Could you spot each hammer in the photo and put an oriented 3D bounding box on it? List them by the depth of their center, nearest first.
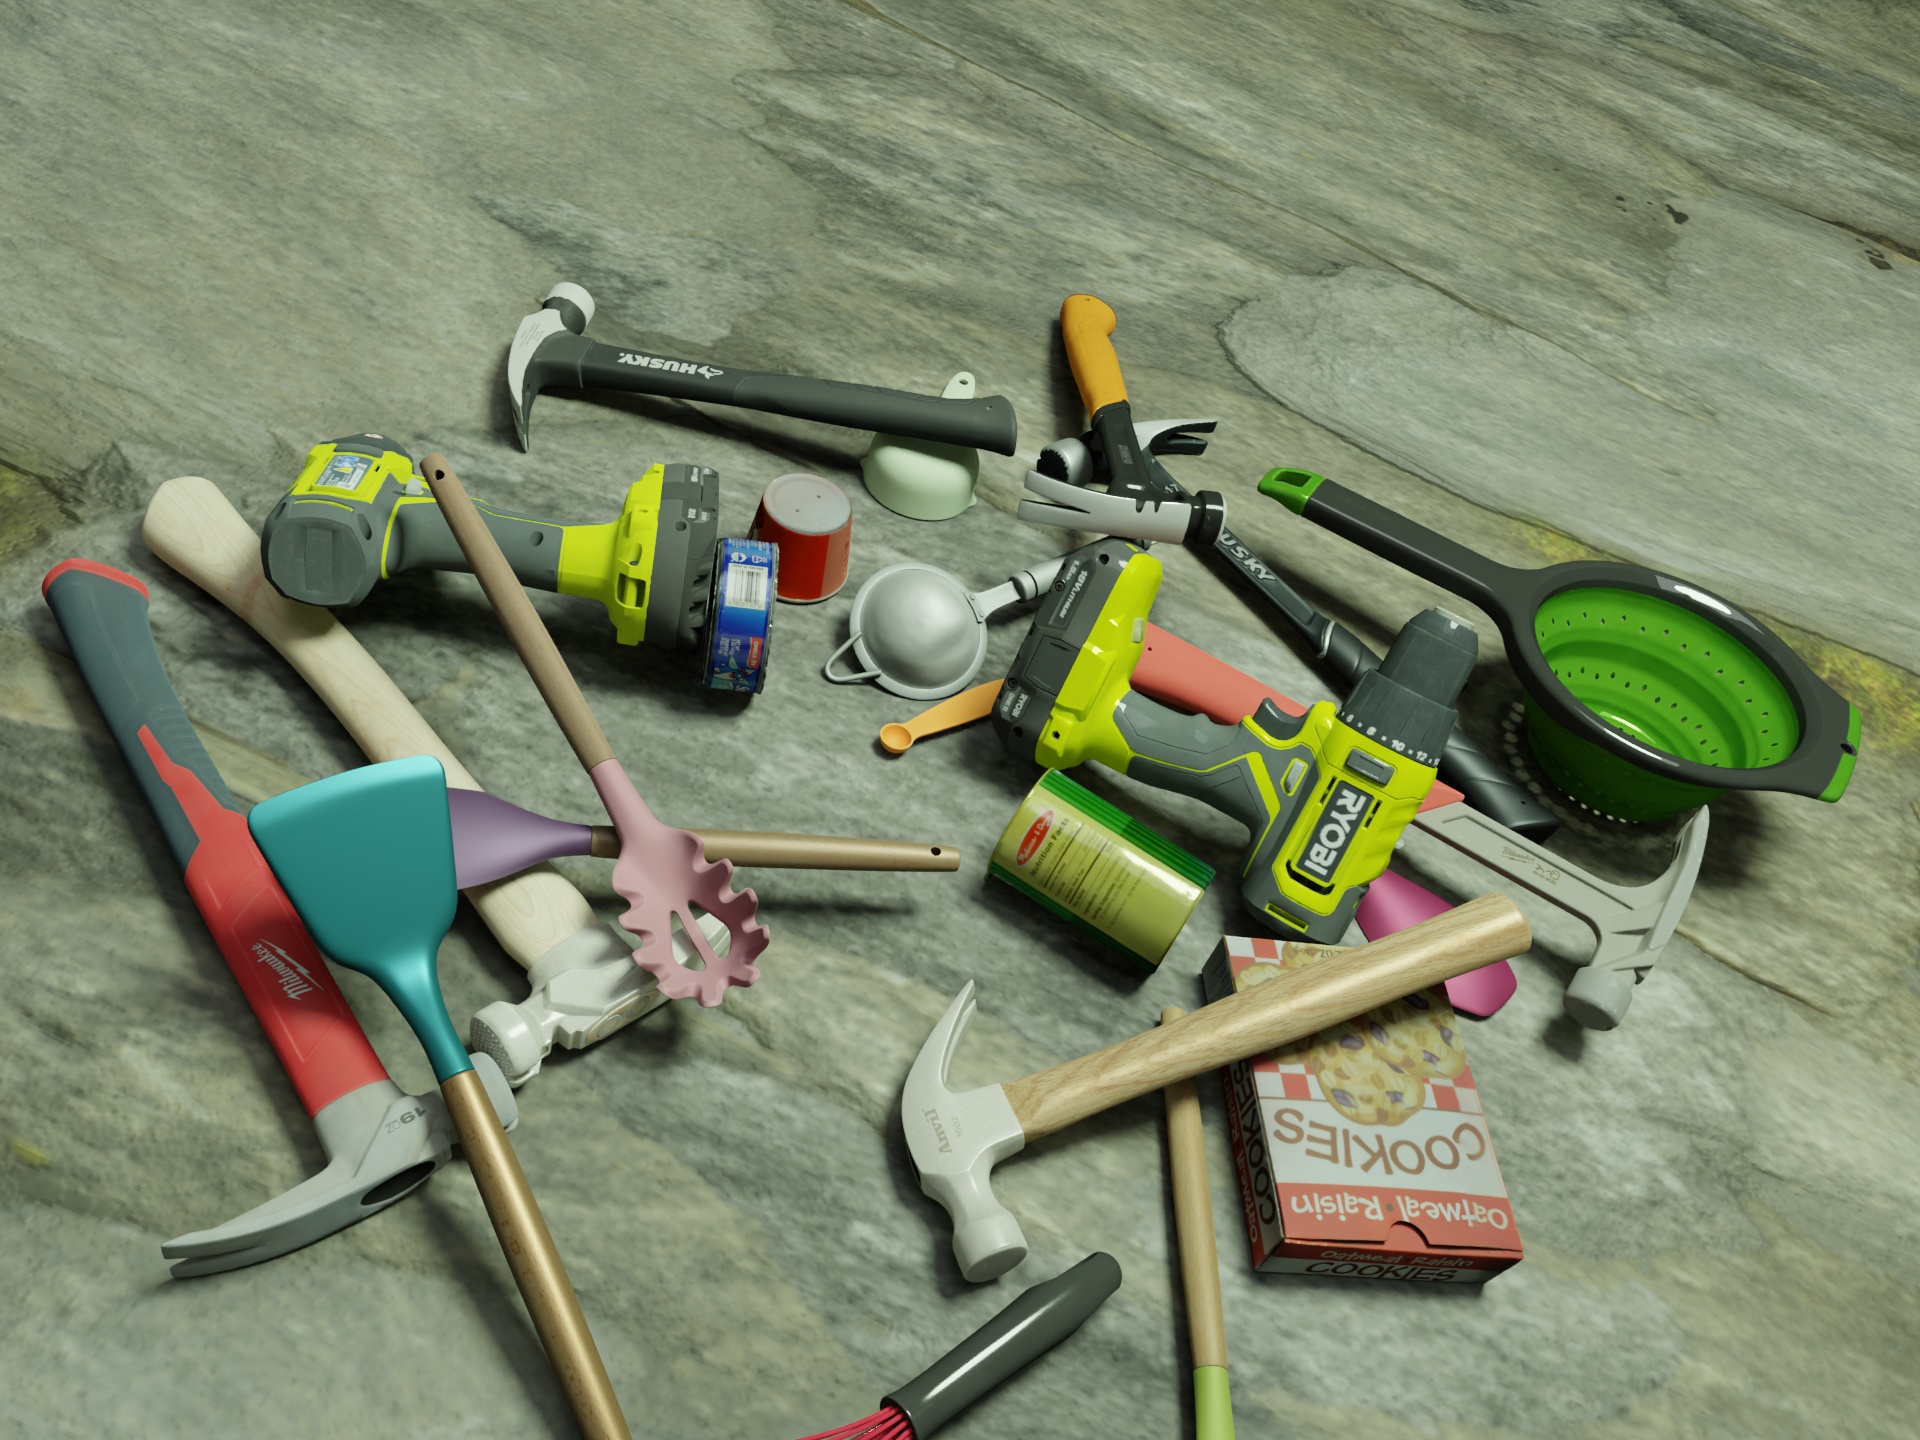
[{"bbox_3d":[-0.359,0.066,0.732,0.143,0.038,0.387,-24,60,-32],"label":"hammer"},{"bbox_3d":[0.128,0.149,0.770,0.331,0.031,0.130,-18,51,-15],"label":"hammer"},{"bbox_3d":[-0.285,0.001,0.816,0.146,0.038,0.411,-29,62,-38],"label":"hammer"},{"bbox_3d":[0.244,0.026,0.924,0.359,0.036,0.149,31,64,14],"label":"hammer"},{"bbox_3d":[-0.128,-0.210,1.029,0.335,0.035,0.146,10,46,3],"label":"hammer"},{"bbox_3d":[0.230,-0.067,1.049,0.149,0.036,0.409,-24,60,-35],"label":"hammer"},{"bbox_3d":[0.093,-0.221,1.099,0.127,0.034,0.337,7,35,-8],"label":"hammer"}]

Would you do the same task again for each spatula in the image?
[{"bbox_3d":[-0.194,0.166,0.643,0.082,0.044,0.318,-19,71,-33],"label":"spatula"},{"bbox_3d":[-0.152,0.061,0.768,0.315,0.018,0.060,4,54,-16],"label":"spatula"}]

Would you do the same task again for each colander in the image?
[{"bbox_3d":[0.362,-0.043,1.032,0.397,0.094,0.204,30,45,16],"label":"colander"}]

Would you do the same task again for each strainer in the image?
[{"bbox_3d":[0.032,-0.081,0.974,0.258,0.050,0.087,-25,84,-30],"label":"strainer"}]

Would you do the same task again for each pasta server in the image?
[{"bbox_3d":[-0.183,-0.003,0.756,0.060,0.040,0.316,-28,76,-15],"label":"pasta server"}]

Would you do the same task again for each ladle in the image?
[{"bbox_3d":[0.112,0.256,0.701,0.078,0.062,0.320,10,44,-10],"label":"ladle"}]

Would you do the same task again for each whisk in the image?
[{"bbox_3d":[-0.039,0.286,0.622,0.296,0.073,0.073,-21,58,-39],"label":"whisk"}]

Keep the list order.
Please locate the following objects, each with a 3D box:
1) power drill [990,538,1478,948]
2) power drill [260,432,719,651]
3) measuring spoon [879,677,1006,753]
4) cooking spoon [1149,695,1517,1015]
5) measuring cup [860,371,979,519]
[{"bbox_3d":[0.151,-0.009,0.873,0.228,0.190,0.080,29,11,15],"label":"power drill"},{"bbox_3d":[-0.250,-0.109,0.882,0.223,0.080,0.171,7,26,-12],"label":"power drill"},{"bbox_3d":[-0.001,-0.003,0.933,0.117,0.011,0.021,-23,59,-37],"label":"measuring spoon"},{"bbox_3d":[0.196,0.052,0.939,0.069,0.017,0.319,-30,64,-35],"label":"cooking spoon"},{"bbox_3d":[-0.013,-0.203,1.089,0.083,0.038,0.168,20,48,0],"label":"measuring cup"}]
